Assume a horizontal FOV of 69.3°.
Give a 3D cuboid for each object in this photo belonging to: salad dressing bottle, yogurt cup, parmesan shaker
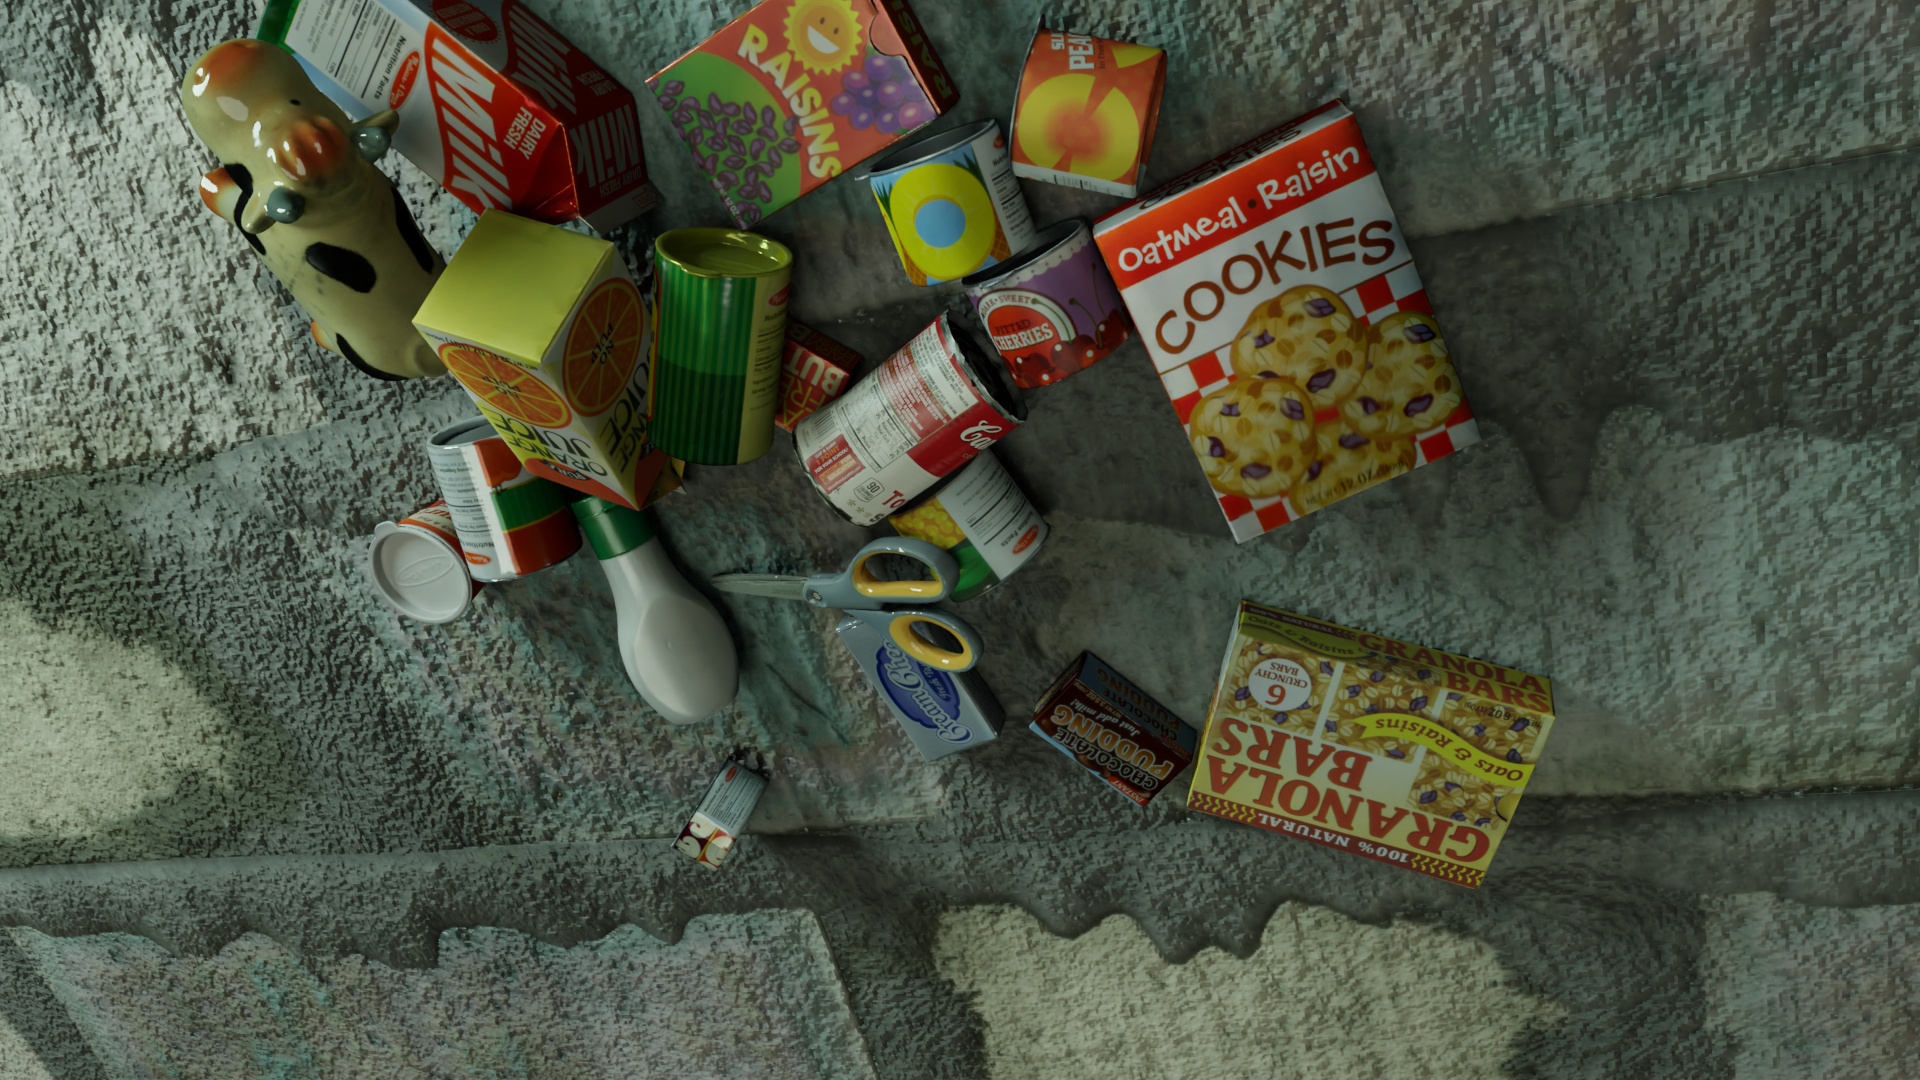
[{"bbox_3d":[-0.181,0.036,0.823,0.064,0.044,0.147,-28,105,-20],"label":"salad dressing bottle"},{"bbox_3d":[-0.316,0.009,0.847,0.072,0.054,0.072,7,120,13],"label":"yogurt cup"},{"bbox_3d":[-0.123,-0.096,0.691,0.071,0.072,0.102,16,119,8],"label":"parmesan shaker"}]

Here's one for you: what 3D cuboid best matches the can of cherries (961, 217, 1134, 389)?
[{"bbox_3d":[0.041,-0.112,0.664,0.071,0.072,0.058,-19,112,25],"label":"can of cherries"}]

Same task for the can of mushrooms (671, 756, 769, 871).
[{"bbox_3d":[-0.153,0.175,0.884,0.033,0.071,0.070,31,122,-3],"label":"can of mushrooms"}]

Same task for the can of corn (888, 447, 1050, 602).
[{"bbox_3d":[0.003,-0.009,0.736,0.071,0.071,0.058,-30,105,28],"label":"can of corn"}]

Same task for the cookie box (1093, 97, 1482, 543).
[{"bbox_3d":[0.151,-0.099,0.645,0.123,0.040,0.167,-24,109,13],"label":"cookie box"}]

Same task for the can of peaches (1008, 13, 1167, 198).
[{"bbox_3d":[0.058,-0.192,0.618,0.058,0.071,0.071,14,121,9],"label":"can of peaches"}]

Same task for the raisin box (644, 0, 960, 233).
[{"bbox_3d":[-0.075,-0.215,0.661,0.123,0.040,0.086,-23,109,25],"label":"raisin box"}]

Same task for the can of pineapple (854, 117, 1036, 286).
[{"bbox_3d":[-0.006,-0.159,0.655,0.071,0.071,0.057,-13,114,23],"label":"can of pineapple"}]

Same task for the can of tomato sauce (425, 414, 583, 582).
[{"bbox_3d":[-0.261,-0.028,0.803,0.071,0.071,0.082,-4,113,19],"label":"can of tomato sauce"}]

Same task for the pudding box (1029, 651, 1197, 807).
[{"bbox_3d":[0.087,0.109,0.796,0.083,0.030,0.049,37,123,-5],"label":"pudding box"}]

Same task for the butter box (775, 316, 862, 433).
[{"bbox_3d":[-0.109,-0.098,0.744,0.103,0.024,0.052,29,123,0],"label":"butter box"}]

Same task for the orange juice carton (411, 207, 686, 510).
[{"bbox_3d":[-0.197,-0.079,0.721,0.072,0.073,0.192,18,157,13],"label":"orange juice carton"}]

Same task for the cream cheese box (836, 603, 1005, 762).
[{"bbox_3d":[-0.022,0.079,0.816,0.053,0.024,0.103,-24,109,27],"label":"cream cheese box"}]

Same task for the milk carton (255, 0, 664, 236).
[{"bbox_3d":[-0.237,-0.221,0.687,0.190,0.073,0.073,39,122,-5],"label":"milk carton"}]

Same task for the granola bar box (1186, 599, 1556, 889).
[{"bbox_3d":[0.218,0.112,0.754,0.166,0.039,0.123,14,121,9],"label":"granola bar box"}]
